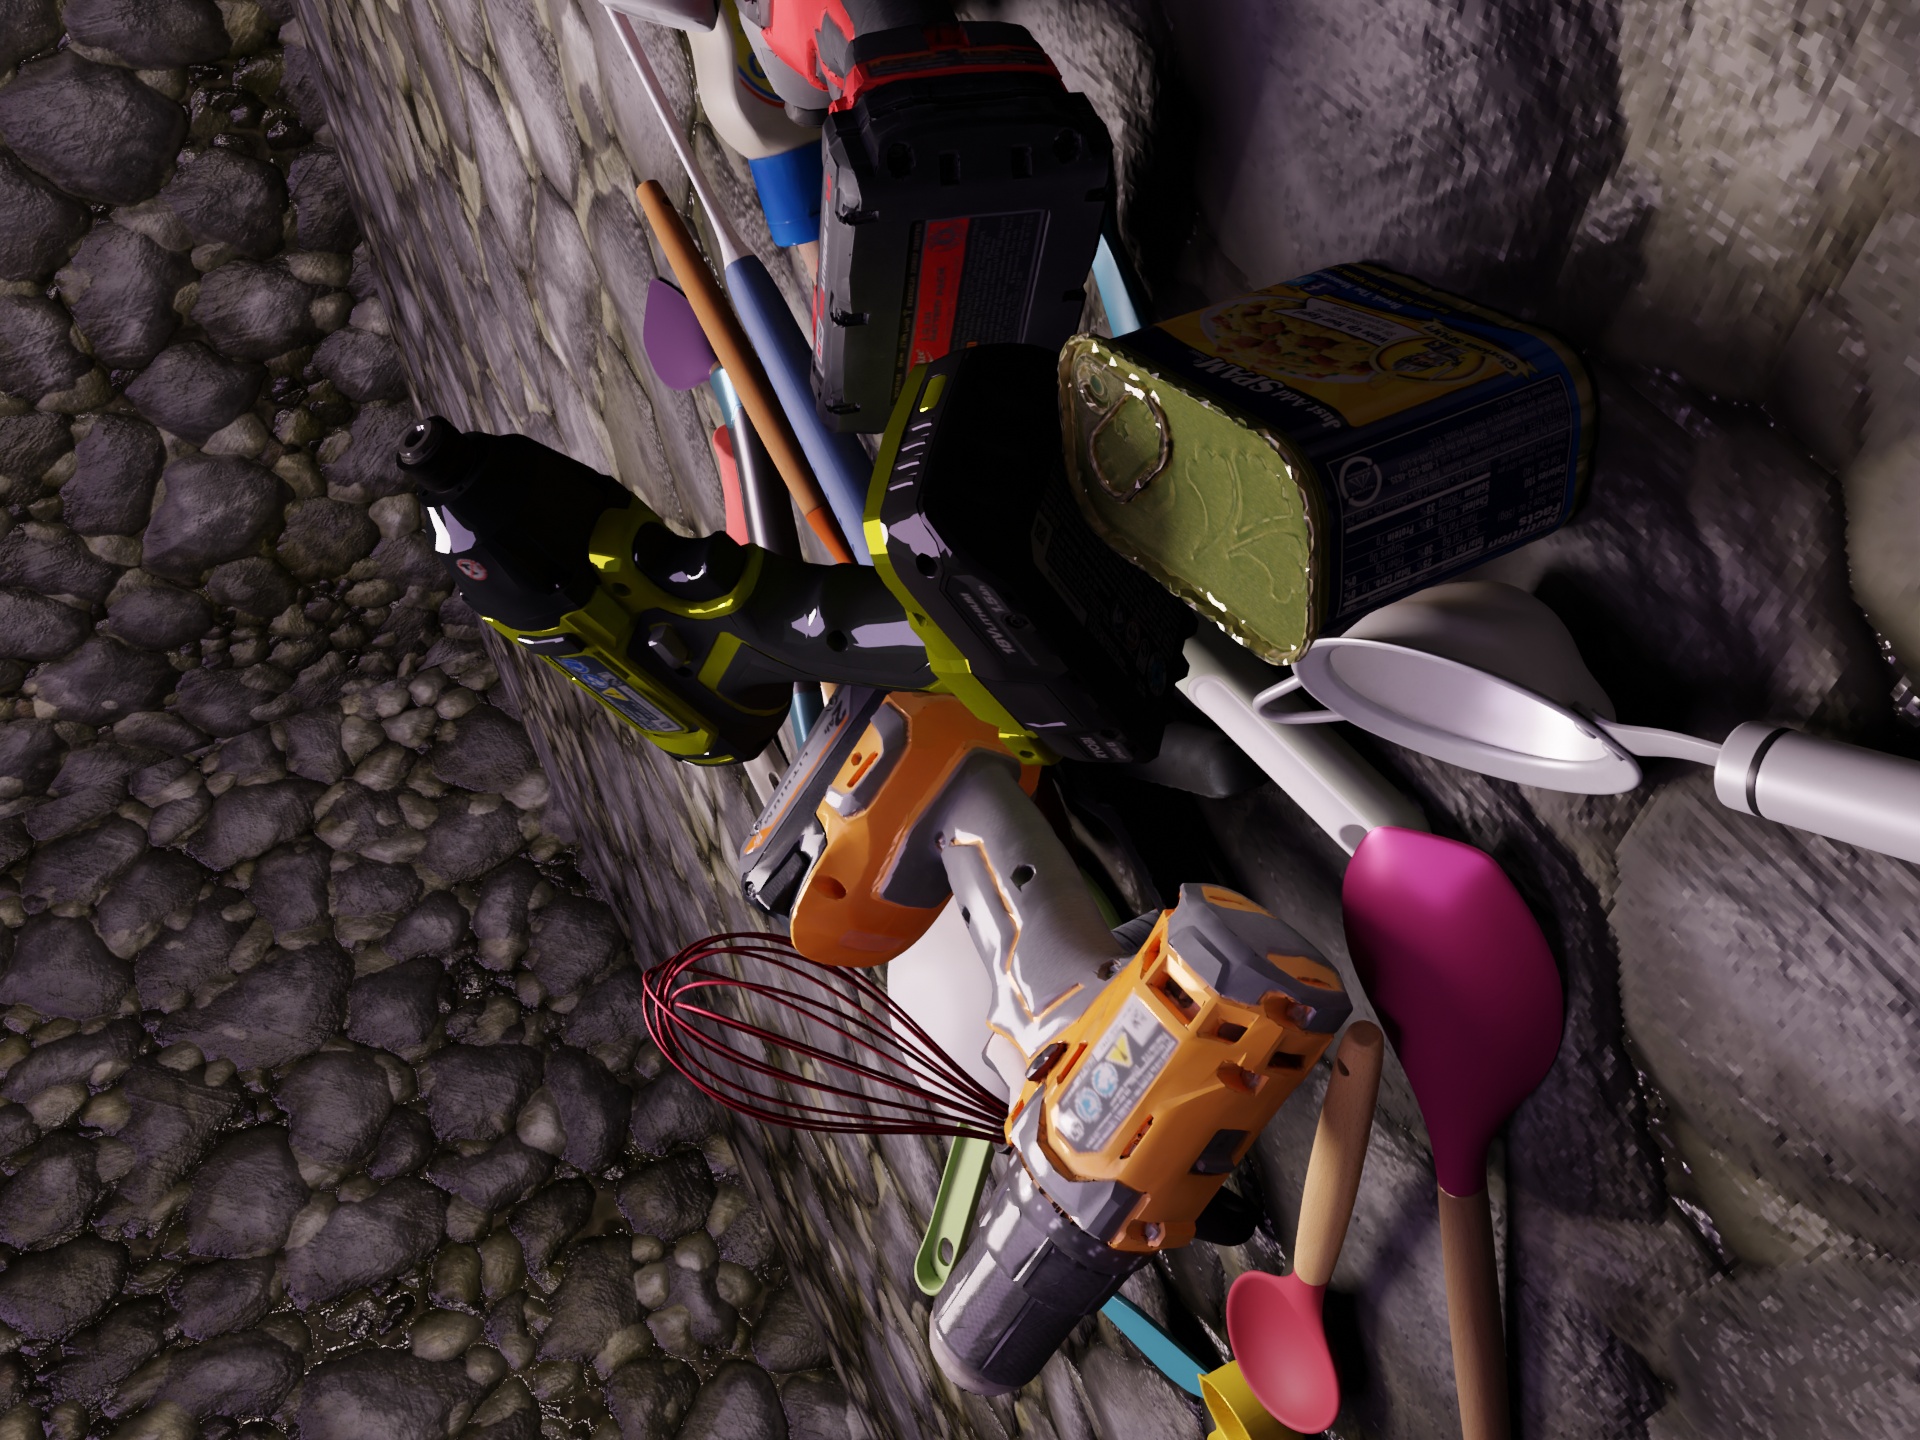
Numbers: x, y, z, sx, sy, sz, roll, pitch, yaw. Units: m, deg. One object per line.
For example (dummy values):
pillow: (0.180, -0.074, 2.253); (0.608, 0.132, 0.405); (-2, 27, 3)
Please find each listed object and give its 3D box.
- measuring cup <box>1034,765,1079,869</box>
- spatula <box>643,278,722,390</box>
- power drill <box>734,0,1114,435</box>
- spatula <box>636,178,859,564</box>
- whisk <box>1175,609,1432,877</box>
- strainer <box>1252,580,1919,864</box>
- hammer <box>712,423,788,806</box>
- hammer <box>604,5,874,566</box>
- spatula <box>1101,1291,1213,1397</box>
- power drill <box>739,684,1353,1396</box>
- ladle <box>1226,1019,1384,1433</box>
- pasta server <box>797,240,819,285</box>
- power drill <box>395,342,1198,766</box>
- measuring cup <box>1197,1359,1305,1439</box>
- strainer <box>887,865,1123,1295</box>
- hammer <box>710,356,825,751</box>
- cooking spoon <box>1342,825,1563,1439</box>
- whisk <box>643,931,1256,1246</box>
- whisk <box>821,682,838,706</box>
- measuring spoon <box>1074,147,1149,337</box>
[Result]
measuring cup: (-0.001, -0.002, 0.707); (0.095, 0.052, 0.174); (50, -163, -66)
spatula: (-0.129, -0.192, 0.918); (0.316, 0.018, 0.059); (43, 128, 49)
power drill: (-0.028, -0.205, 0.516); (0.143, 0.078, 0.220); (103, 154, -57)
spatula: (-0.088, -0.122, 0.792); (0.041, 0.081, 0.322); (-30, 86, 38)
whisk: (0.066, -0.035, 0.533); (0.247, 0.059, 0.057); (49, 151, 32)
strainer: (0.161, 0.007, 0.332); (0.086, 0.050, 0.259); (30, 177, -35)
hammer: (-0.138, -0.067, 1.060); (0.149, 0.036, 0.358); (60, 160, 21)
hammer: (-0.106, -0.225, 0.750); (0.405, 0.035, 0.144); (64, -170, -4)
spatula: (0.061, 0.225, 0.874); (0.082, 0.044, 0.318); (129, 121, -69)
power drill: (0.007, 0.099, 0.561); (0.226, 0.084, 0.185); (45, 109, 42)
ladle: (0.133, 0.195, 0.596); (0.069, 0.031, 0.315); (50, 159, 35)
pasta server: (-0.096, -0.270, 0.721); (0.060, 0.040, 0.316); (-32, -81, -80)
power drill: (-0.054, -0.045, 0.498); (0.223, 0.080, 0.171); (-1, 151, 33)
measuring cup: (0.144, 0.358, 0.799); (0.062, 0.029, 0.156); (56, 167, 28)
strainer: (-0.003, 0.178, 0.755); (0.152, 0.069, 0.256); (33, 118, 39)
hammer: (-0.090, -0.031, 0.874); (0.128, 0.033, 0.331); (-154, 52, -65)
cooking spoon: (0.165, 0.168, 0.517); (0.069, 0.017, 0.318); (13, 129, 41)
whisk: (0.003, 0.162, 0.665); (0.295, 0.073, 0.073); (27, 170, -17)
whisk: (-0.063, 0.020, 0.948); (0.051, 0.047, 0.245); (136, 114, -71)
measuring spoon: (0.044, -0.135, 0.515); (0.128, 0.021, 0.042); (70, 161, -1)
